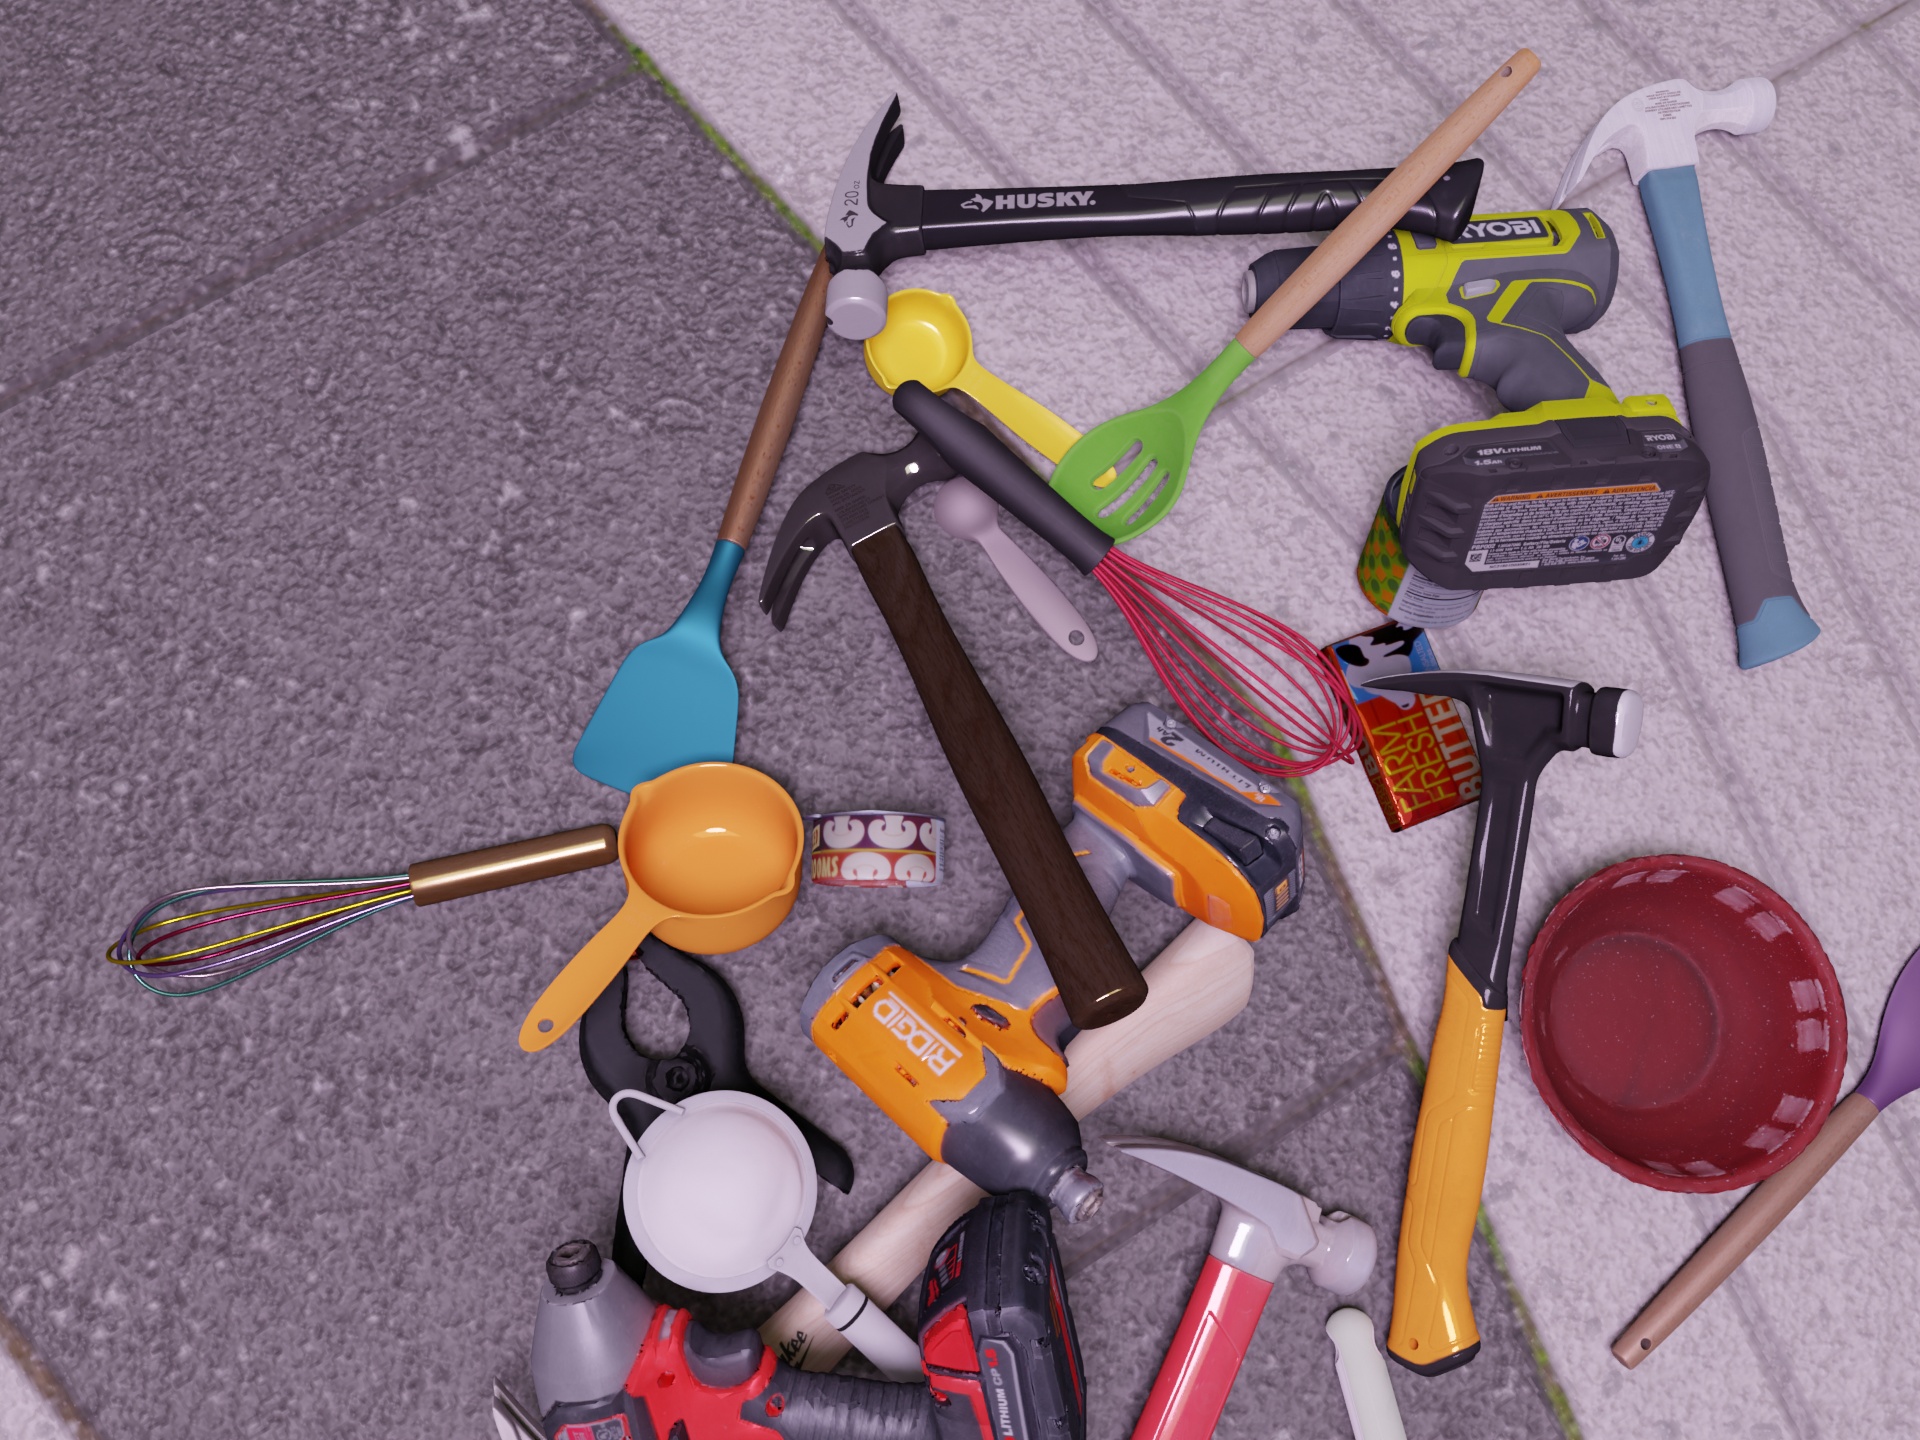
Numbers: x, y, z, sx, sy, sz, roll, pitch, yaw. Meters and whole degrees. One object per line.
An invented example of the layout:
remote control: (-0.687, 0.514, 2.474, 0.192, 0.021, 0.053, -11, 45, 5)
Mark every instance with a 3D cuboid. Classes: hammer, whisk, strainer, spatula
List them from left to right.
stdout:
whisk: (-0.290, 0.088, 0.779, 0.245, 0.047, 0.051, -12, 79, -8)
spatula: (-0.114, -0.111, 0.833, 0.082, 0.044, 0.318, 18, 75, -1)
strainer: (-0.055, 0.252, 0.702, 0.258, 0.050, 0.087, 45, 62, -5)
hammer: (-0.023, 0.230, 0.753, 0.410, 0.038, 0.146, -41, 102, -11)
hammer: (-0.001, -0.002, 0.750, 0.130, 0.031, 0.332, -28, 58, 3)
hammer: (0.058, 0.388, 0.731, 0.143, 0.038, 0.386, 27, 81, -12)
whisk: (0.083, -0.068, 0.787, 0.295, 0.073, 0.073, 39, 80, -8)
hammer: (0.098, -0.268, 0.822, 0.335, 0.035, 0.146, -1, 62, 5)
whisk: (0.213, 0.402, 0.744, 0.059, 0.057, 0.246, -14, 76, 3)
hammer: (0.236, 0.143, 0.762, 0.127, 0.034, 0.337, 10, 94, 40)
hammer: (0.409, -0.191, 0.864, 0.128, 0.033, 0.331, -7, 80, -5)
spatula: (0.438, 0.209, 0.801, 0.316, 0.018, 0.060, -41, 83, -10)

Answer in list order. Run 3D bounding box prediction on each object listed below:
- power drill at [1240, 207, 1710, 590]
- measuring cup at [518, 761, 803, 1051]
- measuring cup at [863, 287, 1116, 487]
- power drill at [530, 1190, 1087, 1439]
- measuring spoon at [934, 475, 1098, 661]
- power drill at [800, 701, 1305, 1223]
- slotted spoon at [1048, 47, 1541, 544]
power drill: (0.252, -0.173, 0.796, 0.190, 0.080, 0.229, -4, 50, -2)
measuring cup: (-0.143, 0.098, 0.752, 0.095, 0.052, 0.174, 30, 58, 16)
measuring cup: (0.016, -0.170, 0.852, 0.156, 0.029, 0.062, 35, 79, -8)
power drill: (-0.065, 0.266, 0.649, 0.219, 0.078, 0.143, -10, 106, 8)
measuring spoon: (0.031, -0.080, 0.833, 0.034, 0.018, 0.124, -38, 81, -8)
power drill: (0.058, 0.112, 0.733, 0.226, 0.084, 0.164, -42, 55, -17)
slotted spoon: (0.161, -0.202, 0.786, 0.313, 0.031, 0.070, -45, 59, 19)
